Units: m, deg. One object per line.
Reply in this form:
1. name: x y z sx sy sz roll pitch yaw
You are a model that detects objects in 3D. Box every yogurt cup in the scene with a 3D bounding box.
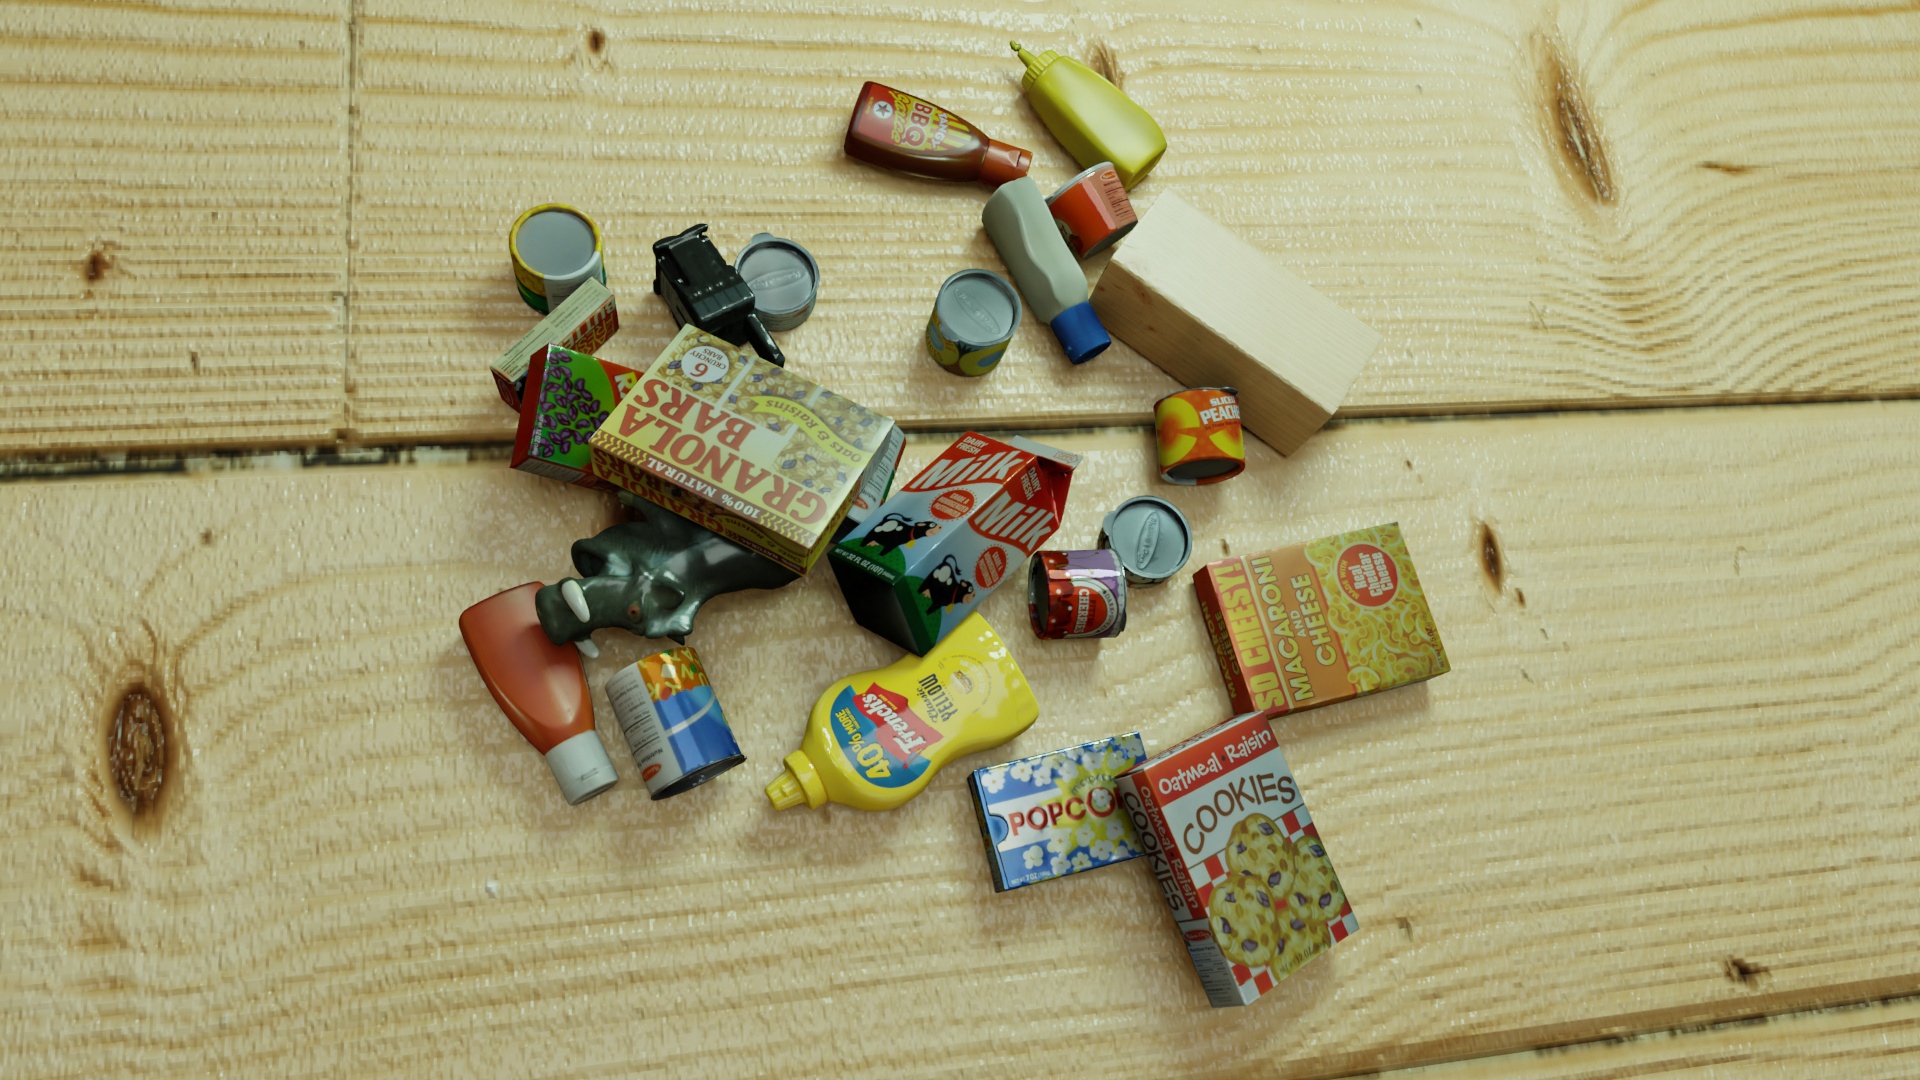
1. yogurt cup: 0.108 -0.266 1.128 0.072 0.072 0.054 -31 88 -19

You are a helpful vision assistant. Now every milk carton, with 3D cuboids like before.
1. milk carton: 0.004 -0.012 0.994 0.072 0.073 0.191 22 54 40

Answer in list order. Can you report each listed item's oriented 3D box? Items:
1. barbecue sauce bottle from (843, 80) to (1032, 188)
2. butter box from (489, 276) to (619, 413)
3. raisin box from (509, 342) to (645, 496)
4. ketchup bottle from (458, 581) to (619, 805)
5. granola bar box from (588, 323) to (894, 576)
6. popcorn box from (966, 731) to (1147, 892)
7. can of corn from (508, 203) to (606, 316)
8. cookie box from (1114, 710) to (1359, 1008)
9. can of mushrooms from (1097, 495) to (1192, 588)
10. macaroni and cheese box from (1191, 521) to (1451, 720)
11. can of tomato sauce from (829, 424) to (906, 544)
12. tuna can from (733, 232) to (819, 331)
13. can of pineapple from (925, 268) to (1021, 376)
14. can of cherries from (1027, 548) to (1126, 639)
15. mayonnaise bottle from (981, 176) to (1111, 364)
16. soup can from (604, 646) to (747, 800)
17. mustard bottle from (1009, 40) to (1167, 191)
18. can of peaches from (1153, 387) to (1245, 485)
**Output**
1. barbecue sauce bottle: -0.016 -0.322 1.132 0.148 0.043 0.065 17 68 -5
2. butter box: -0.293 -0.141 1.010 0.024 0.053 0.104 39 68 6
3. raisin box: -0.245 -0.078 0.978 0.123 0.040 0.086 16 69 -34
4. ketchup bottle: -0.278 0.104 0.932 0.065 0.043 0.149 -24 78 -26
5. granola bar box: -0.147 -0.063 0.945 0.166 0.038 0.125 26 56 7
6. popcorn box: 0.076 0.190 0.976 0.127 0.038 0.085 -11 75 -15
7. can of corn: -0.299 -0.209 1.029 0.071 0.058 0.071 4 71 -10
8. cookie box: 0.192 0.217 0.963 0.123 0.040 0.167 -18 81 -35
9. can of mushrooms: 0.138 0.001 1.057 0.071 0.033 0.071 3 71 -10
10. macaroni and cheese box: 0.274 0.063 1.058 0.167 0.040 0.124 -11 74 -15
11. can of tomato sauce: -0.084 -0.046 1.013 0.071 0.071 0.083 20 68 -4
12. tuna can: -0.144 -0.199 1.070 0.071 0.032 0.071 4 71 -10
13. can of pineapple: 0.008 -0.167 1.075 0.071 0.057 0.071 3 71 -10
14. can of cherries: 0.084 0.040 1.012 0.058 0.071 0.071 -1 72 -11
15. mayonnaise bottle: 0.069 -0.211 1.103 0.041 0.064 0.148 -25 82 -22
16. soup can: -0.190 0.122 0.933 0.071 0.071 0.084 -23 77 -17
17. mustard bottle: 0.100 -0.365 1.167 0.065 0.048 0.160 -41 83 -21
18. can of peaches: 0.186 -0.080 1.074 0.071 0.071 0.058 1 72 -11
